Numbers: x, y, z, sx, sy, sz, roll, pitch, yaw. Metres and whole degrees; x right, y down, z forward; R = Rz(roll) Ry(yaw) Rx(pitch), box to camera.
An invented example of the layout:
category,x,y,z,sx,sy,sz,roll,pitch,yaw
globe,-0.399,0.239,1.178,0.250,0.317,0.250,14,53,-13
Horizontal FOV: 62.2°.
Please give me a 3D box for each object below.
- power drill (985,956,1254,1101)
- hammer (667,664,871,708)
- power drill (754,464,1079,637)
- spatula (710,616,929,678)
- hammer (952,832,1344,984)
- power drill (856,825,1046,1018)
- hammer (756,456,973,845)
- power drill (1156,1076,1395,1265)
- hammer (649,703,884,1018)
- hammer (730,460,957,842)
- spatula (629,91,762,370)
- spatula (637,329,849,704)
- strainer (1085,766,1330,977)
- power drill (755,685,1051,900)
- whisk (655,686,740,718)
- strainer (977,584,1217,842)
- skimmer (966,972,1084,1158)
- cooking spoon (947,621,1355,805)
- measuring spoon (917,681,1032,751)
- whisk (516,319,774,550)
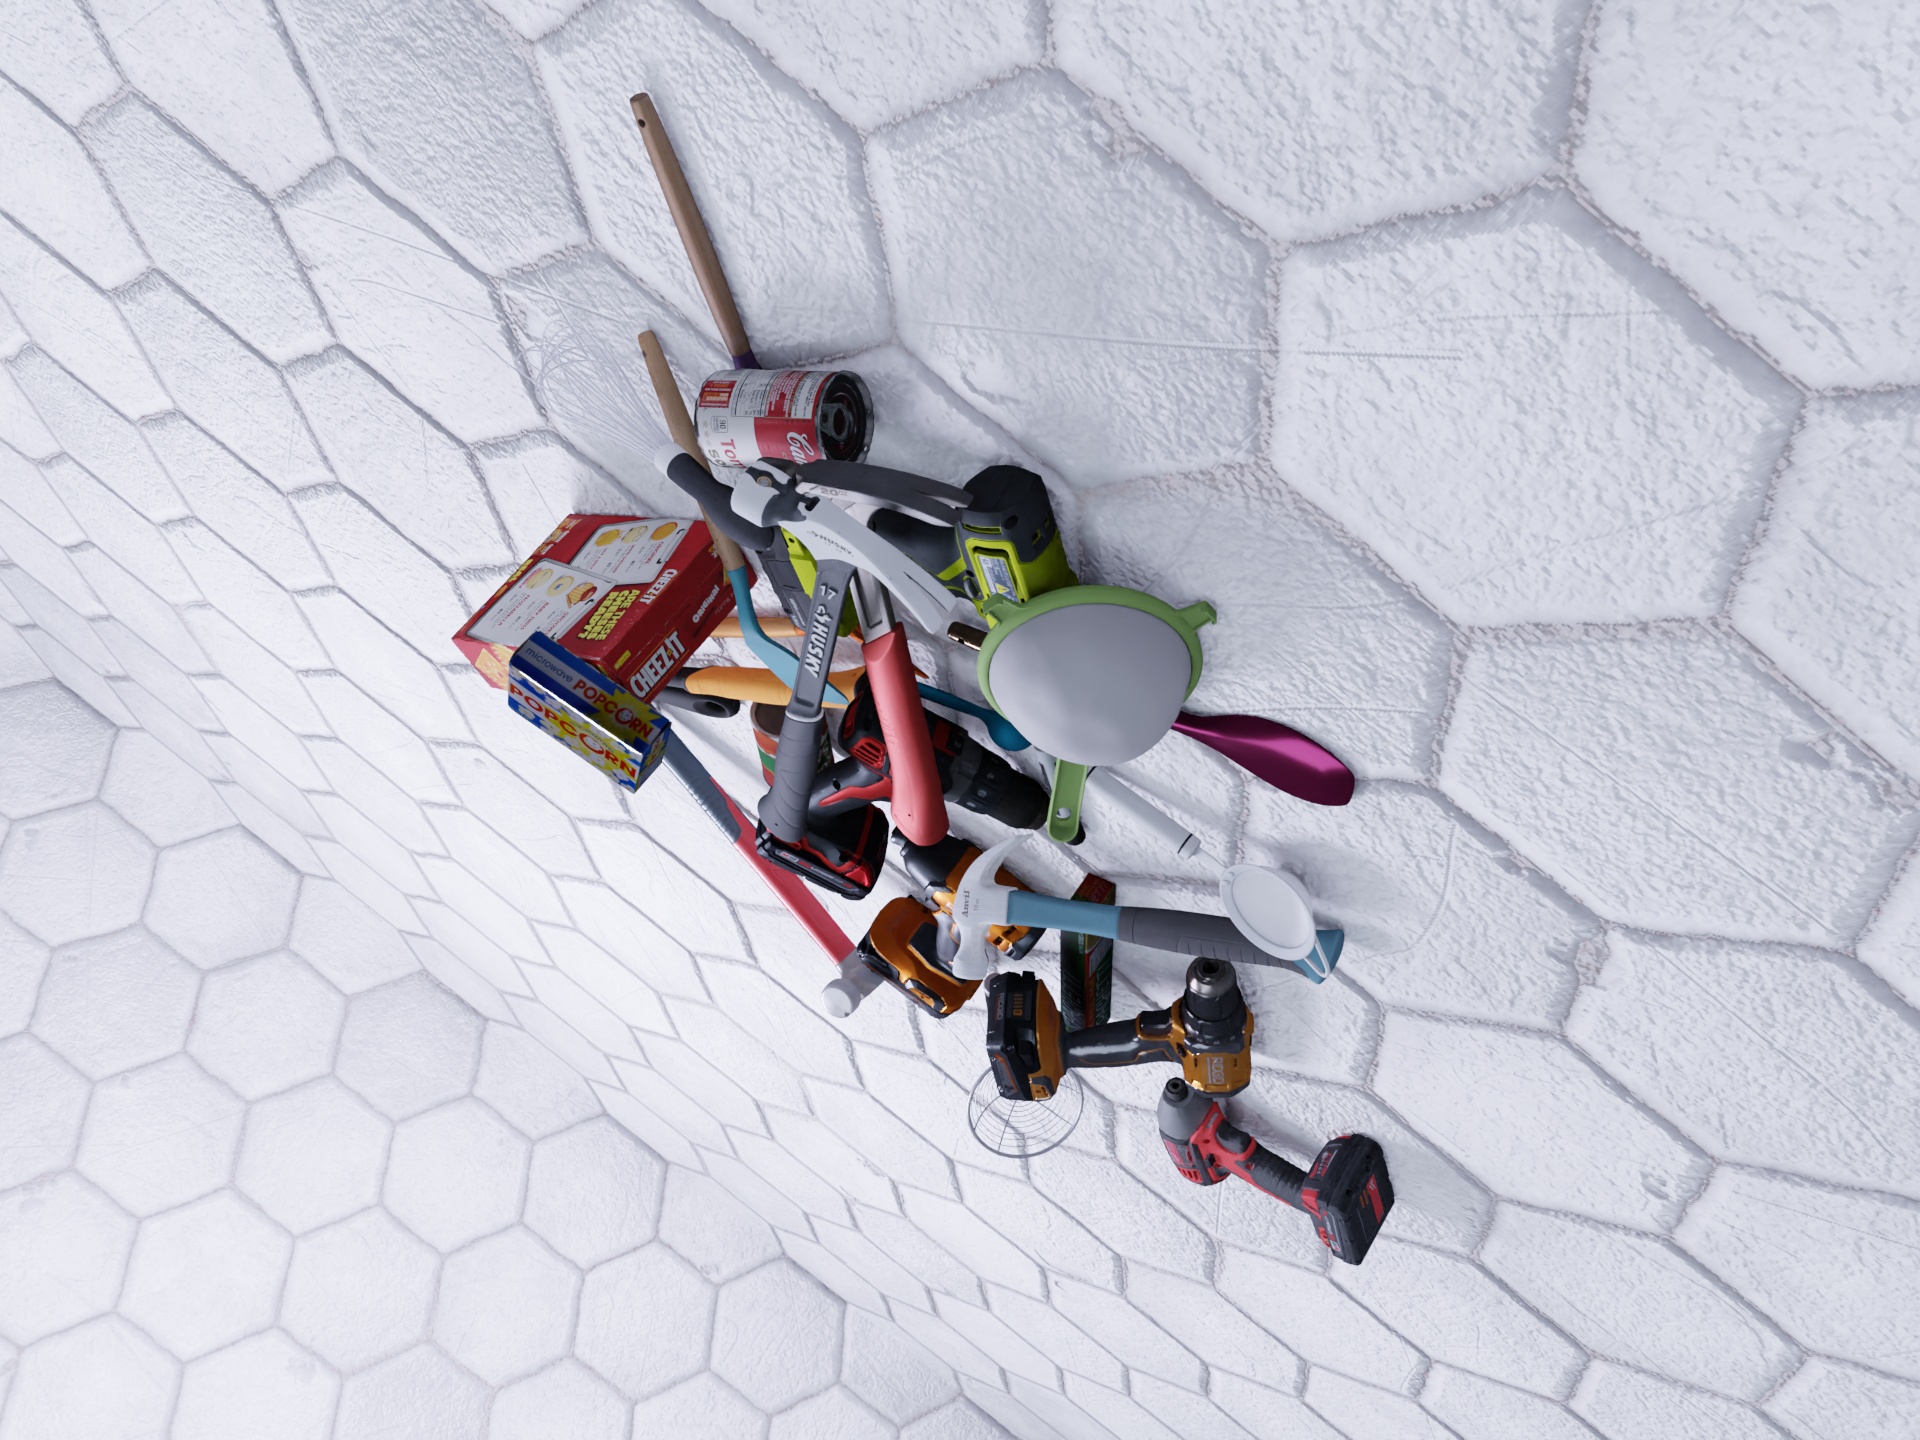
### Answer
category,x,y,z,sx,sy,sz,roll,pitch,yaw
power drill,0.138,0.262,1.370,0.226,0.084,0.185,-2,140,9
hammer,-0.211,-0.031,1.383,0.337,0.127,0.034,4,126,35
power drill,-0.025,-0.104,1.106,0.223,0.080,0.171,12,143,30
spatula,-0.150,-0.069,1.322,0.323,0.041,0.081,3,161,47
hammer,0.143,0.167,1.282,0.331,0.128,0.033,5,-178,29
power drill,-0.021,0.184,1.499,0.164,0.084,0.226,37,146,2
hammer,-0.040,-0.032,1.114,0.149,0.037,0.358,14,142,22
power drill,0.284,0.409,1.490,0.220,0.078,0.143,16,143,38
hammer,-0.205,0.117,1.606,0.038,0.143,0.386,-40,90,31
hammer,-0.103,-0.015,1.122,0.149,0.036,0.408,30,149,7
spatula,-0.159,-0.272,1.075,0.060,0.018,0.315,8,141,25
spatula,-0.172,-0.145,1.206,0.082,0.044,0.317,11,127,53
strainer,0.181,0.098,1.203,0.258,0.050,0.086,36,145,14
power drill,-0.051,0.070,1.329,0.187,0.080,0.226,28,141,-20
whisk,-0.337,-0.041,1.551,0.296,0.073,0.073,12,142,26
strainer,0.083,0.020,1.087,0.151,0.069,0.256,2,138,-3
skimmer,0.057,0.345,1.571,0.363,0.127,0.090,79,172,-61
cooking spoon,0.128,-0.010,1.130,0.319,0.017,0.068,24,146,22
measuring spoon,-0.002,-0.004,1.246,0.128,0.021,0.042,21,154,2
whisk,-0.224,-0.200,1.132,0.285,0.070,0.070,41,155,28
